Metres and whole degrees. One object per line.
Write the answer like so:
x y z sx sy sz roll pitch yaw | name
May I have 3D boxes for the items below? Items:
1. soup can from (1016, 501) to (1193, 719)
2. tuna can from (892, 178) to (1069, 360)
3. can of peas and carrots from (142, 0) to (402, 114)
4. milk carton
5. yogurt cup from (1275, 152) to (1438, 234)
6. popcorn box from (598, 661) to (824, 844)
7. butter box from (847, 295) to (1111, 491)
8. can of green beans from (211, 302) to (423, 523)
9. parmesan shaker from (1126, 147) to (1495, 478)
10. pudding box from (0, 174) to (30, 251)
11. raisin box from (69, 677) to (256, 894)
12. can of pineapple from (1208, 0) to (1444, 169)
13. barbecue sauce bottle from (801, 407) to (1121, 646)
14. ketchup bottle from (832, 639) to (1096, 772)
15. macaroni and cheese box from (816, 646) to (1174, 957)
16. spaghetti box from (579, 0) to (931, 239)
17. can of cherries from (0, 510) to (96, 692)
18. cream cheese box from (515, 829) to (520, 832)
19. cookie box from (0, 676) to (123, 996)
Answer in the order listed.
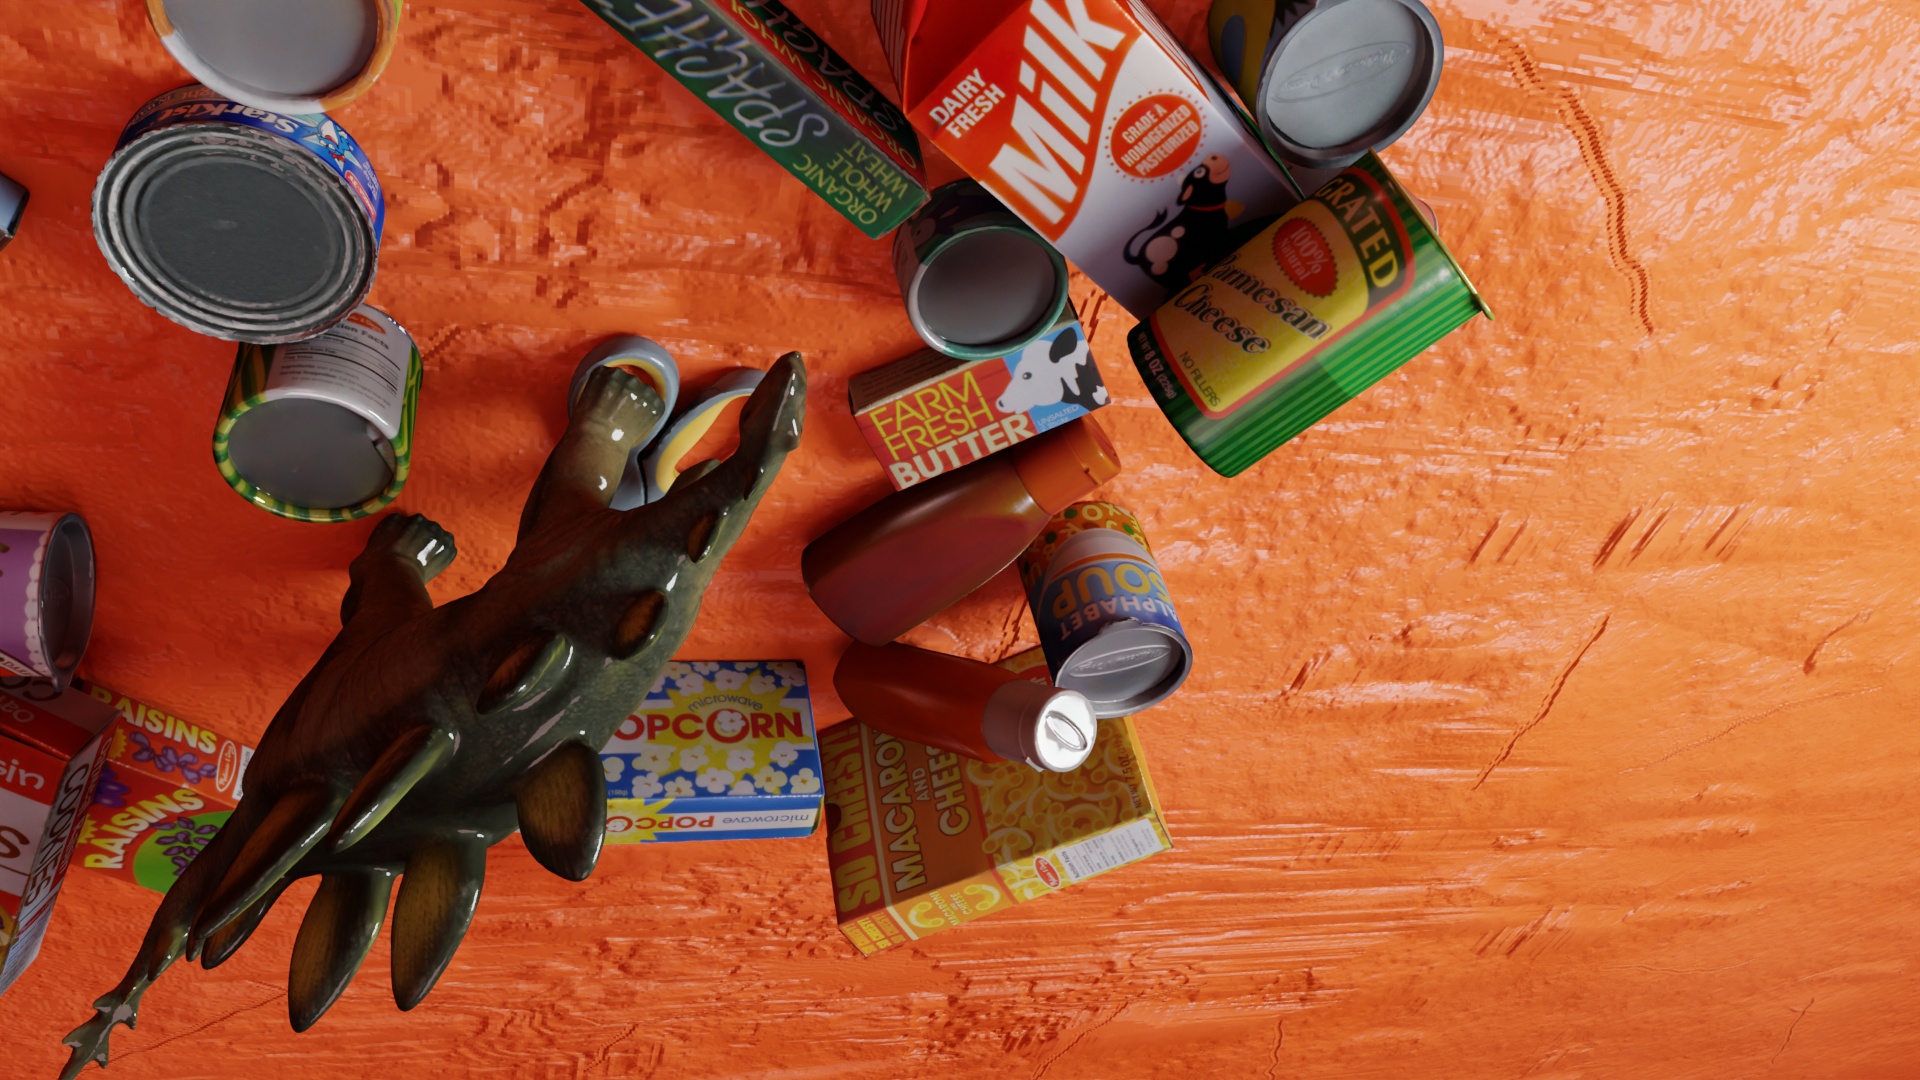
0.067 0.030 0.663 0.071 0.084 0.071 -8 136 -8 | soup can
0.011 -0.106 0.546 0.071 0.033 0.070 -7 136 -7 | tuna can
-0.197 -0.170 0.406 0.071 0.059 0.070 -8 136 -8 | can of peas and carrots
0.036 -0.155 0.475 0.073 0.073 0.190 -38 131 23 | milk carton
0.144 -0.123 0.545 0.072 0.073 0.054 -38 124 23 | yogurt cup
-0.135 0.102 0.680 0.127 0.085 0.038 2 135 -17 | popcorn box
0.008 -0.063 0.595 0.103 0.024 0.053 -22 135 7 | butter box
-0.238 -0.048 0.519 0.071 0.058 0.071 -8 136 -7 | can of green beans
0.117 -0.073 0.475 0.103 0.071 0.071 -36 133 21 | parmesan shaker
-0.354 -0.114 0.441 0.049 0.030 0.083 -35 133 19 | pudding box
-0.390 0.123 0.666 0.086 0.040 0.123 -32 135 19 | raisin box
0.127 -0.176 0.488 0.071 0.058 0.070 -8 136 -8 | can of pineapple
0.002 -0.008 0.636 0.148 0.044 0.064 -32 134 16 | barbecue sauce bottle
0.002 0.079 0.659 0.064 0.149 0.044 42 69 -31 | ketchup bottle
0.011 0.127 0.717 0.166 0.124 0.040 -21 133 7 | macaroni and cheese box
-0.103 -0.182 0.426 0.028 0.050 0.249 -36 133 24 | spaghetti box
-0.381 0.023 0.544 0.058 0.072 0.071 2 134 -17 | can of cherries
-0.253 0.124 0.715 0.104 0.024 0.053 11 132 -24 | cream cheese box
-0.448 0.113 0.593 0.123 0.040 0.166 29 115 -11 | cookie box
